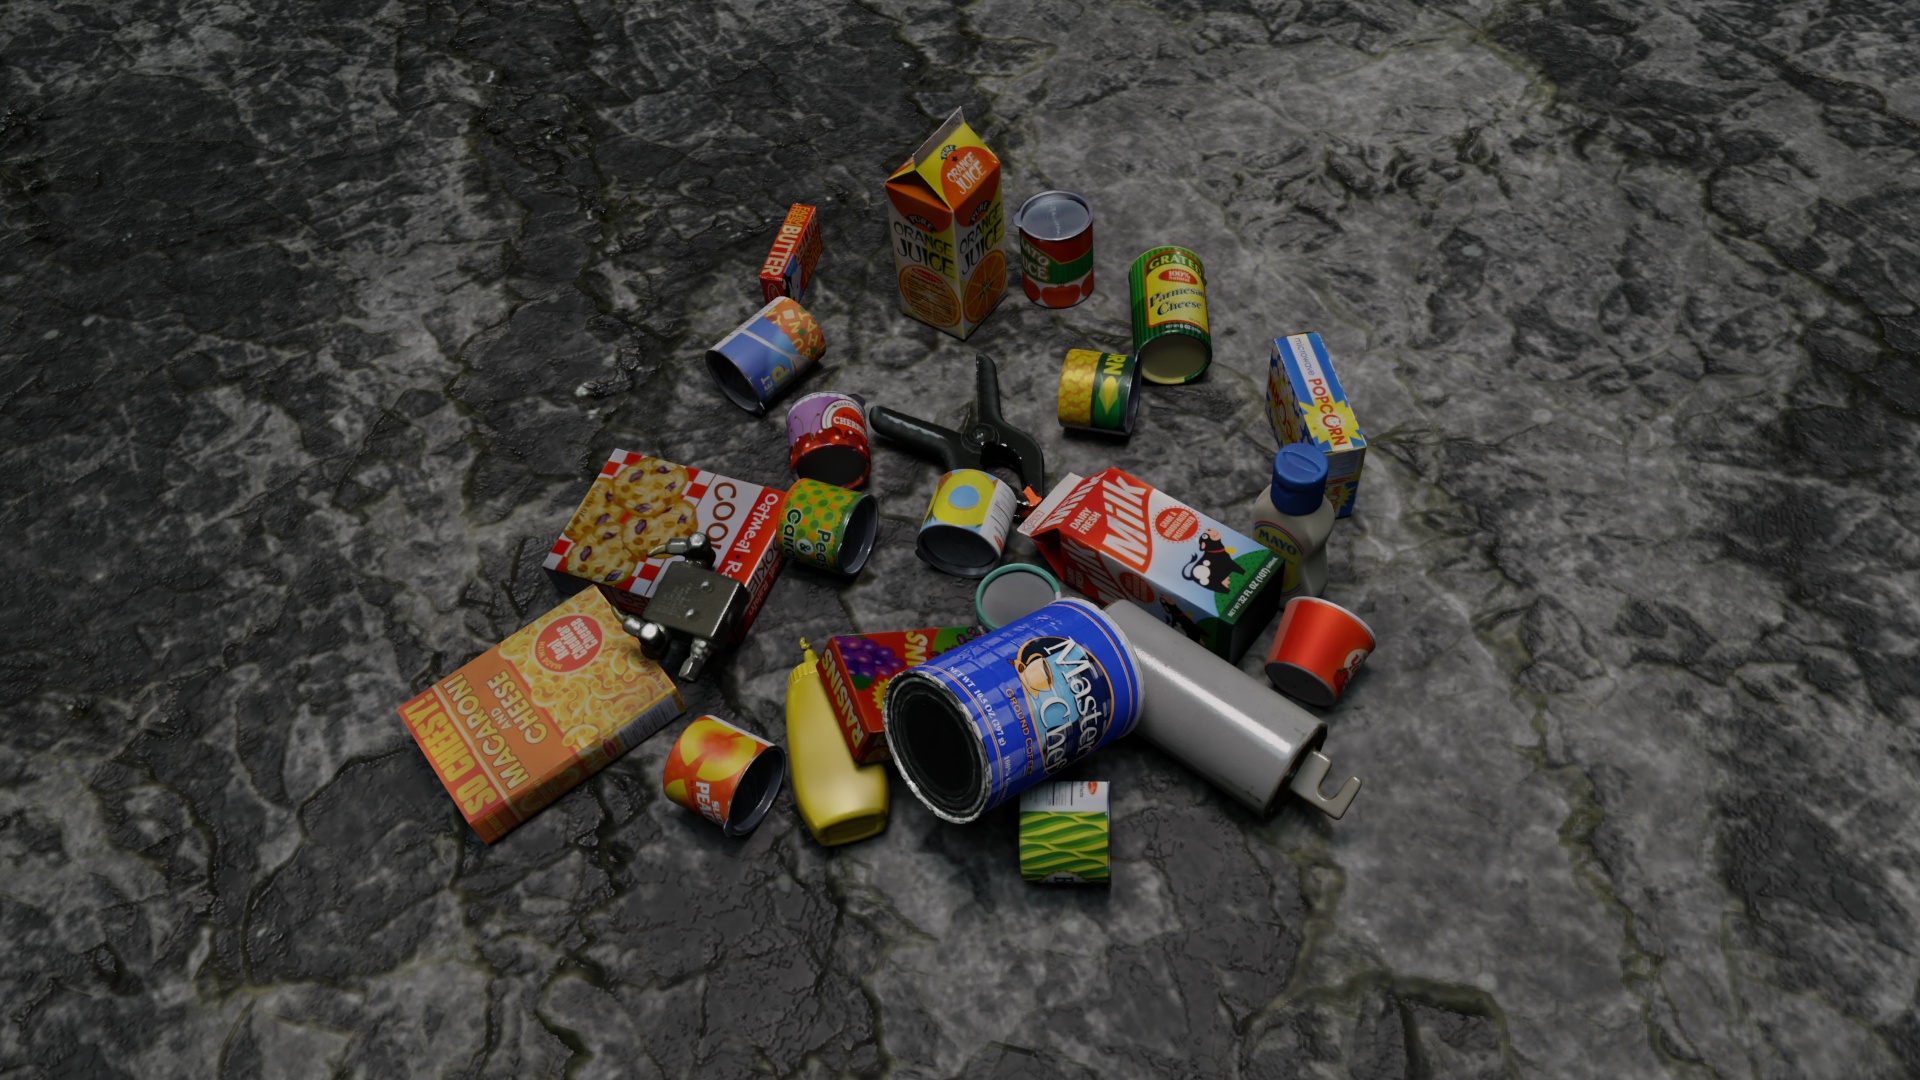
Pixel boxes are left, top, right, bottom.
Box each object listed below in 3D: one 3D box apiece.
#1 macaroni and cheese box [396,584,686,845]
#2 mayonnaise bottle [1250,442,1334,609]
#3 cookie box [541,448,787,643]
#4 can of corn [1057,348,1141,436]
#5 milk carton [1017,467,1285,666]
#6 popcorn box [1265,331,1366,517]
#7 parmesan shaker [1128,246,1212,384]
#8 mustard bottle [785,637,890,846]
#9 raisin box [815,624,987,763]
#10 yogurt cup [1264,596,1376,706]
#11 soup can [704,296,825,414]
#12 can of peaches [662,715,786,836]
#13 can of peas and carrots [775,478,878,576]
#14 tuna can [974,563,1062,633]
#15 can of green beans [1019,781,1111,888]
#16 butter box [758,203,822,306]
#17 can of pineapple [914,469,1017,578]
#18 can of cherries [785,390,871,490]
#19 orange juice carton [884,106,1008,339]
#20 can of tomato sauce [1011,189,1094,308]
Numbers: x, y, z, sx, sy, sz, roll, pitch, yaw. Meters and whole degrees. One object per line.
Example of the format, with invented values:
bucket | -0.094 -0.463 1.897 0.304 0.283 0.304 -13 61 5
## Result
macaroni and cheese box | -0.306 0.125 1.018 0.167 0.040 0.124 -34 57 -19
mayonnaise bottle | 0.236 -0.009 0.992 0.065 0.147 0.041 32 63 26
cookie box | -0.225 0.002 1.101 0.167 0.040 0.123 14 58 17
can of corn | 0.115 -0.124 1.140 0.058 0.070 0.071 9 55 14
milk carton | 0.138 0.013 1.033 0.191 0.073 0.072 31 63 26
popcorn box | 0.275 -0.090 1.087 0.038 0.084 0.127 -9 53 -1
parmesan shaker | 0.182 -0.192 1.187 0.071 0.071 0.103 -2 53 5
mustard bottle | -0.093 0.135 0.982 0.065 0.048 0.161 -12 52 -8
raisin box | -0.028 0.105 0.972 0.124 0.039 0.086 -2 48 -31
yogurt cup | 0.250 0.080 0.977 0.072 0.072 0.054 24 68 22
soup can | -0.166 -0.159 1.202 0.071 0.071 0.084 34 63 27
can of peaches | -0.164 0.163 0.957 0.058 0.071 0.071 21 59 21
can of peas and carrots | -0.105 -0.009 1.080 0.059 0.070 0.071 15 56 18
tuna can | 0.042 0.051 1.040 0.071 0.032 0.071 -3 53 4
can of green beans | 0.070 0.191 0.911 0.058 0.071 0.071 -1 53 7
butter box | -0.155 -0.257 1.281 0.024 0.052 0.104 9 55 11
can of pineapple | 0.004 -0.013 1.072 0.071 0.070 0.058 10 55 13
can of cherries | -0.106 -0.080 1.132 0.071 0.071 0.059 -9 53 0
orange juice carton | -0.012 -0.272 1.189 0.073 0.191 0.072 27 60 23
can of tomato sauce | 0.084 -0.258 1.236 0.071 0.082 0.071 -3 53 4
